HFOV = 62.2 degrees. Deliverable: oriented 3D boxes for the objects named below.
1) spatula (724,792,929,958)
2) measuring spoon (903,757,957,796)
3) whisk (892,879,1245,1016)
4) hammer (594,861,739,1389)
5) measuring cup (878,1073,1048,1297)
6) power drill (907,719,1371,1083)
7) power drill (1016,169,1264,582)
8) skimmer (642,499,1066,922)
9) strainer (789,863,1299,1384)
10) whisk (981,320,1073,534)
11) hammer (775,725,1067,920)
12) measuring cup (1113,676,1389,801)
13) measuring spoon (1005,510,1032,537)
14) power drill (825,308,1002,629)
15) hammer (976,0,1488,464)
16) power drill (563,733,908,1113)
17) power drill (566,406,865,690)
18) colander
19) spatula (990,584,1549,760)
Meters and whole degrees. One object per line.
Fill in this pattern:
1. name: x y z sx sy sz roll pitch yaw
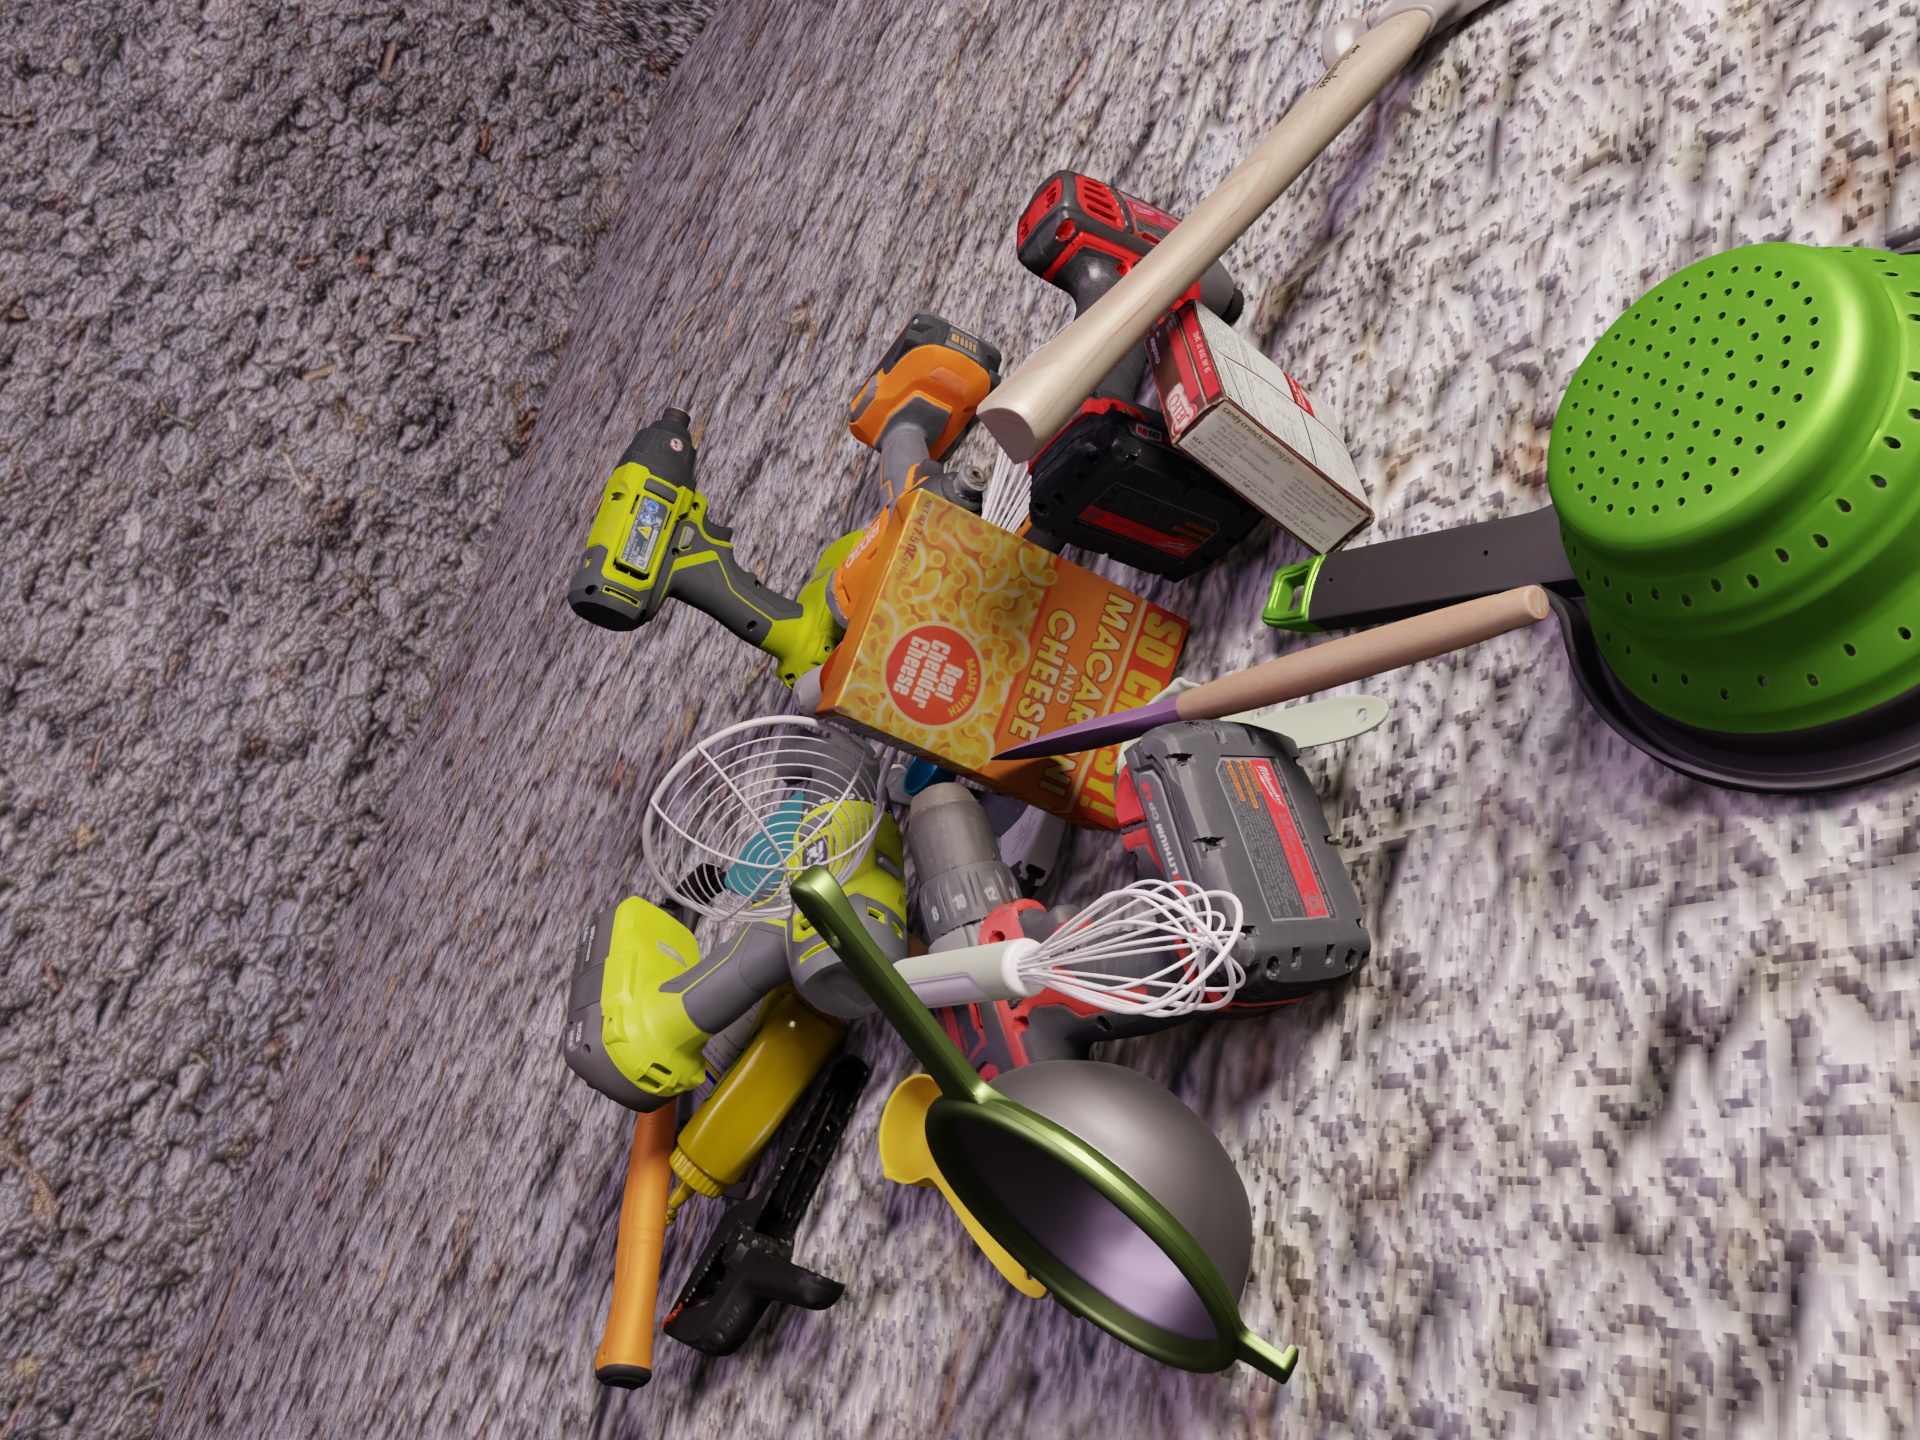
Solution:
1. spatula: -0.053 0.125 0.965 0.082 0.044 0.318 -50 29 -9
2. measuring spoon: -0.002 -0.003 0.959 0.042 0.021 0.129 -33 29 47
3. whisk: 0.032 0.103 0.660 0.059 0.057 0.246 -52 16 -30
4. hammer: -0.194 0.256 1.039 0.127 0.034 0.337 -44 35 42
5. measuring cup: 0.009 0.237 0.800 0.157 0.029 0.062 39 102 51
6. power drill: 0.058 0.080 0.724 0.226 0.080 0.188 -41 57 43
7. power drill: 0.102 -0.194 0.877 0.078 0.143 0.220 -40 42 48
8. skimmer: -0.038 -0.030 0.909 0.090 0.127 0.363 9 45 32
9. strainer: 0.031 0.143 0.626 0.069 0.256 0.151 -43 14 -28
10. whisk: 0.026 -0.127 1.017 0.284 0.070 0.070 -64 26 -4
11. hammer: -0.038 0.038 1.037 0.409 0.036 0.149 12 77 63
12. measuring cup: 0.139 0.015 0.731 0.167 0.038 0.083 -16 56 52
13. measuring spoon: 0.015 -0.116 1.097 0.117 0.011 0.021 -35 39 45
14. power drill: -0.026 -0.187 1.144 0.164 0.084 0.227 -42 34 45
15. hammer: 0.147 -0.262 0.770 0.411 0.038 0.146 -49 18 -27
16. power drill: -0.128 0.121 0.963 0.228 0.080 0.191 -32 38 22
17. power drill: -0.163 -0.119 1.188 0.080 0.223 0.171 -16 54 57
18. colander: 0.224 -0.082 0.591 0.397 0.094 0.204 -6 62 60
19. spatula: 0.111 -0.010 0.671 0.316 0.059 0.018 -19 79 55
